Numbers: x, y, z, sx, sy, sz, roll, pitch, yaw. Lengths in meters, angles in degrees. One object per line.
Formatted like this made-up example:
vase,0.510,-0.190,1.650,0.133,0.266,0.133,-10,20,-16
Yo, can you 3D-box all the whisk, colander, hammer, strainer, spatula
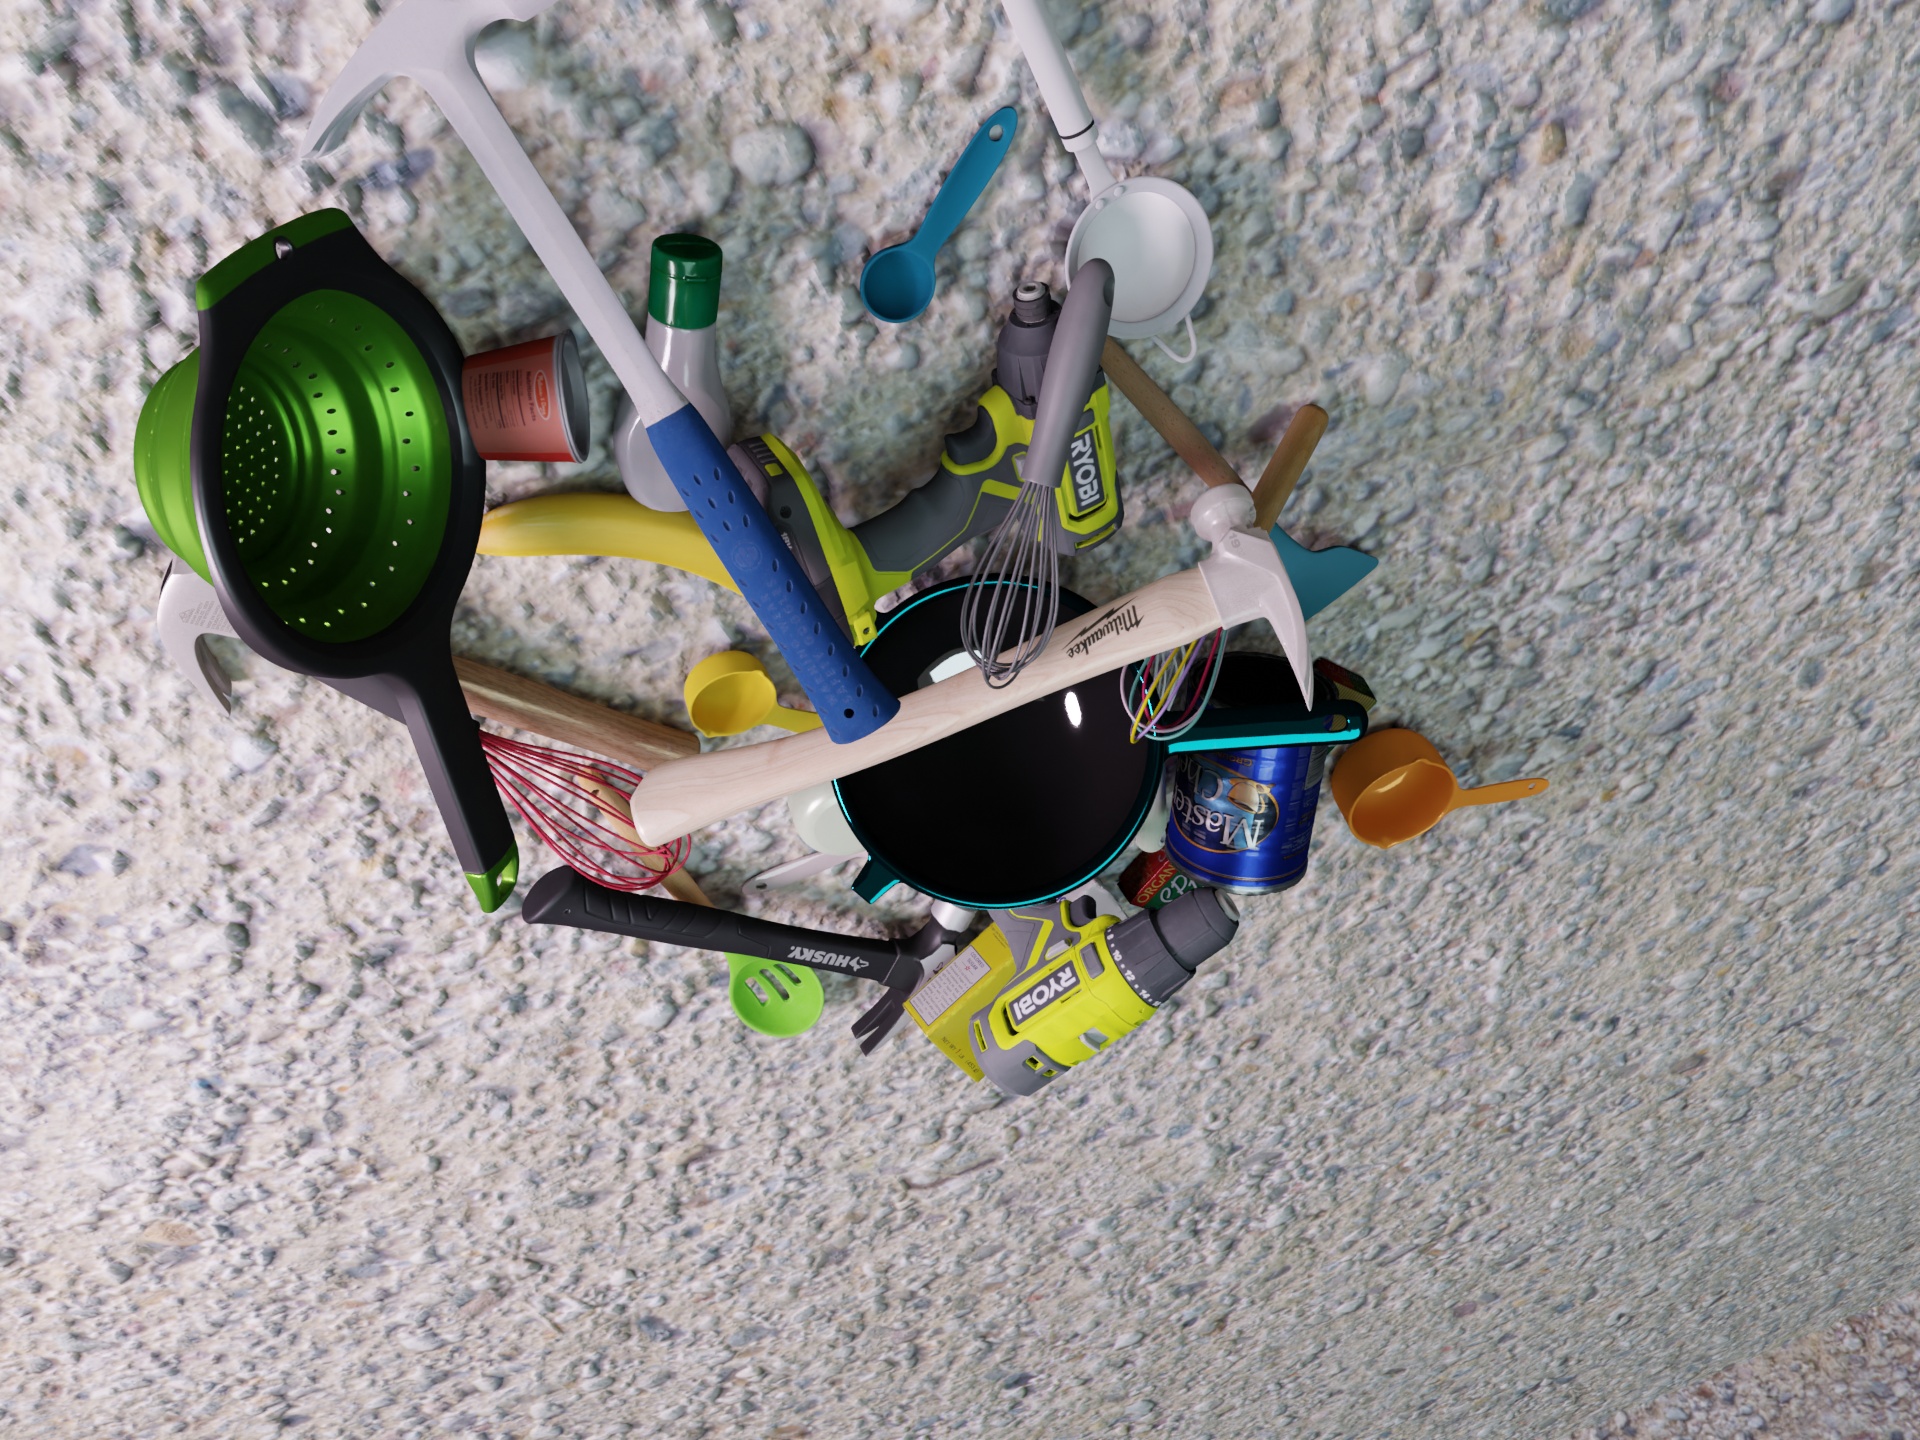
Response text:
whisk,-0.280,0.021,0.953,0.073,0.073,0.295,-40,125,18
colander,-0.324,-0.059,0.833,0.094,0.205,0.396,5,127,18
hammer,-0.001,-0.003,0.930,0.410,0.146,0.038,-21,147,8
whisk,0.133,0.013,1.135,0.059,0.058,0.246,11,140,18
hammer,-0.309,-0.023,0.961,0.331,0.031,0.130,22,121,-33
hammer,-0.155,-0.158,0.784,0.144,0.035,0.405,-28,109,11
whisk,0.047,-0.131,0.867,0.055,0.055,0.239,8,105,-24
strainer,0.065,-0.299,0.828,0.087,0.050,0.258,-33,128,-1
spatula,0.164,-0.153,1.006,0.082,0.044,0.317,-38,127,17
hammer,-0.152,0.160,1.143,0.334,0.035,0.146,16,112,-34
whisk,0.163,-0.090,0.963,0.047,0.051,0.245,42,73,-45
strainer,0.085,0.006,1.032,0.340,0.095,0.211,-4,95,-2

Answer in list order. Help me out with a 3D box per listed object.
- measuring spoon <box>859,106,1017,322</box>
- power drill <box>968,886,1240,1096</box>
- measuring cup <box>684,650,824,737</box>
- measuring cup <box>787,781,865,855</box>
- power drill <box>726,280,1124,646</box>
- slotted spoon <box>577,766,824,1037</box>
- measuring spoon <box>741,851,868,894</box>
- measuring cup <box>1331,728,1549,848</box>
measuring spoon,-0.011,-0.271,0.848,0.042,0.021,0.128,25,110,-33
power drill,0.076,0.116,1.075,0.190,0.229,0.080,-37,132,16
measuring cup,-0.114,-0.010,1.048,0.156,0.029,0.062,15,126,-43
measuring cup,-0.038,0.046,1.106,0.167,0.038,0.083,-19,134,2
power drill,-0.018,-0.139,0.904,0.223,0.080,0.171,-28,136,-11
slotted spoon,-0.187,0.134,1.148,0.070,0.031,0.313,-27,132,4
measuring spoon,-0.100,0.108,1.157,0.124,0.018,0.034,-20,134,1
measuring cup,0.370,0.044,1.232,0.173,0.052,0.095,-6,132,-16
